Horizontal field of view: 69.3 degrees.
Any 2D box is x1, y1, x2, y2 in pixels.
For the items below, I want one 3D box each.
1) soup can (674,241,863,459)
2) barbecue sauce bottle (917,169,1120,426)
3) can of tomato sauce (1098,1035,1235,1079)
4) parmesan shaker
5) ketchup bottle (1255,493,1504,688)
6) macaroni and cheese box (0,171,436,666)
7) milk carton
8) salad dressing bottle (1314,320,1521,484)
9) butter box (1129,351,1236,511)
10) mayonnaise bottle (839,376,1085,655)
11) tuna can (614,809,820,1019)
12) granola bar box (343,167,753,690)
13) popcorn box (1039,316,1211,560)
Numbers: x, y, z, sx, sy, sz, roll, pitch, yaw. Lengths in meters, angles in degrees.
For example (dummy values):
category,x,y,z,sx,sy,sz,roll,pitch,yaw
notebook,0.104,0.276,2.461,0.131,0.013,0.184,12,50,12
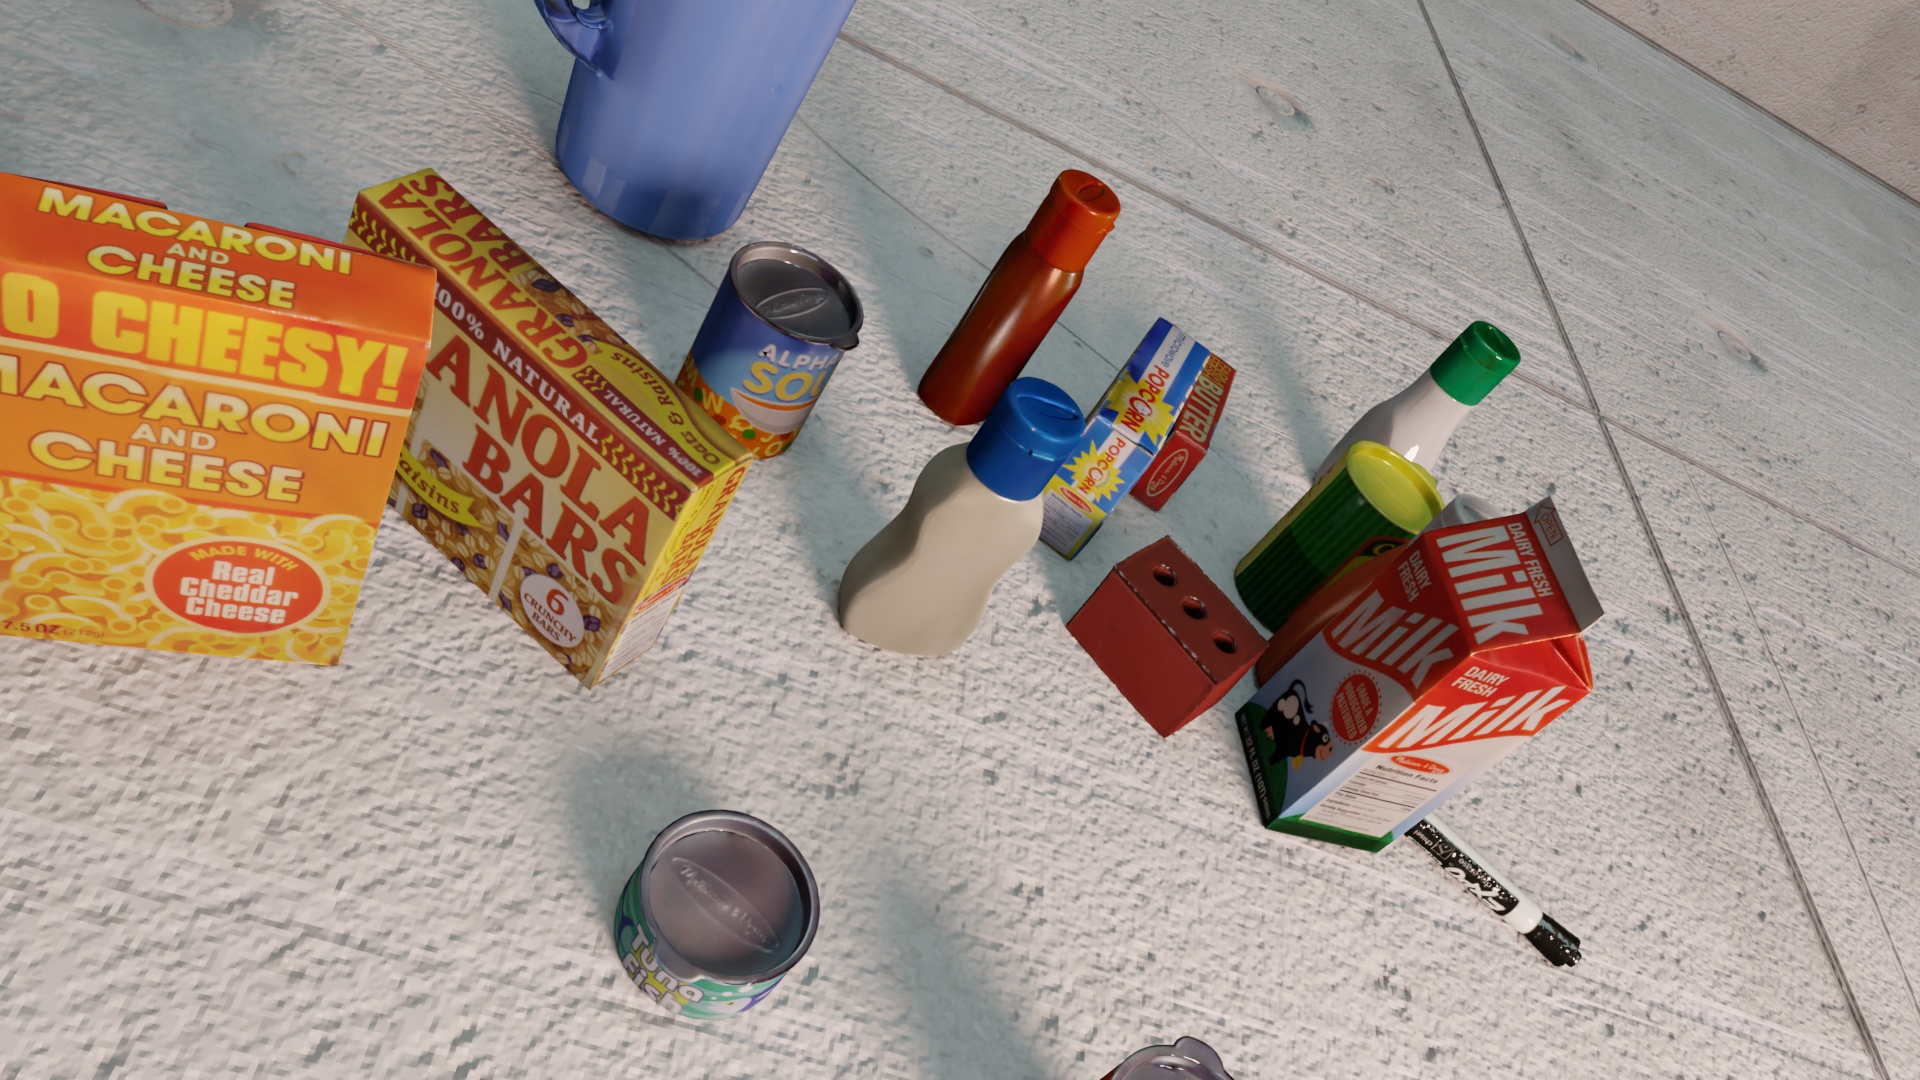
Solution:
category,x,y,z,sx,sy,sz,roll,pitch,yaw
soup can,-0.091,-0.087,0.661,0.071,0.083,0.072,20,42,-19
barbecue sauce bottle,0.032,-0.127,0.737,0.044,0.147,0.065,41,40,6
can of tomato sauce,0.055,0.217,0.468,0.071,0.082,0.071,20,42,-19
parmesan shaker,0.211,0.003,0.771,0.071,0.102,0.072,20,42,-19
ketchup bottle,0.217,0.037,0.706,0.065,0.148,0.044,28,40,-9
macaroni and cheese box,-0.245,-0.028,0.432,0.124,0.165,0.040,9,47,-28
milk carton,0.218,0.064,0.647,0.073,0.189,0.073,16,44,-22
salad dressing bottle,0.280,-0.071,0.856,0.044,0.147,0.064,18,43,-20
butter box,0.132,-0.066,0.821,0.024,0.052,0.104,34,40,-3
mayonnaise bottle,0.002,-0.008,0.599,0.065,0.147,0.041,15,44,-23
tuna can,-0.087,0.133,0.489,0.071,0.032,0.071,19,42,-19
granola bar box,-0.170,-0.039,0.527,0.165,0.123,0.039,41,40,6
popcorn box,0.086,-0.058,0.756,0.038,0.084,0.127,36,40,0
